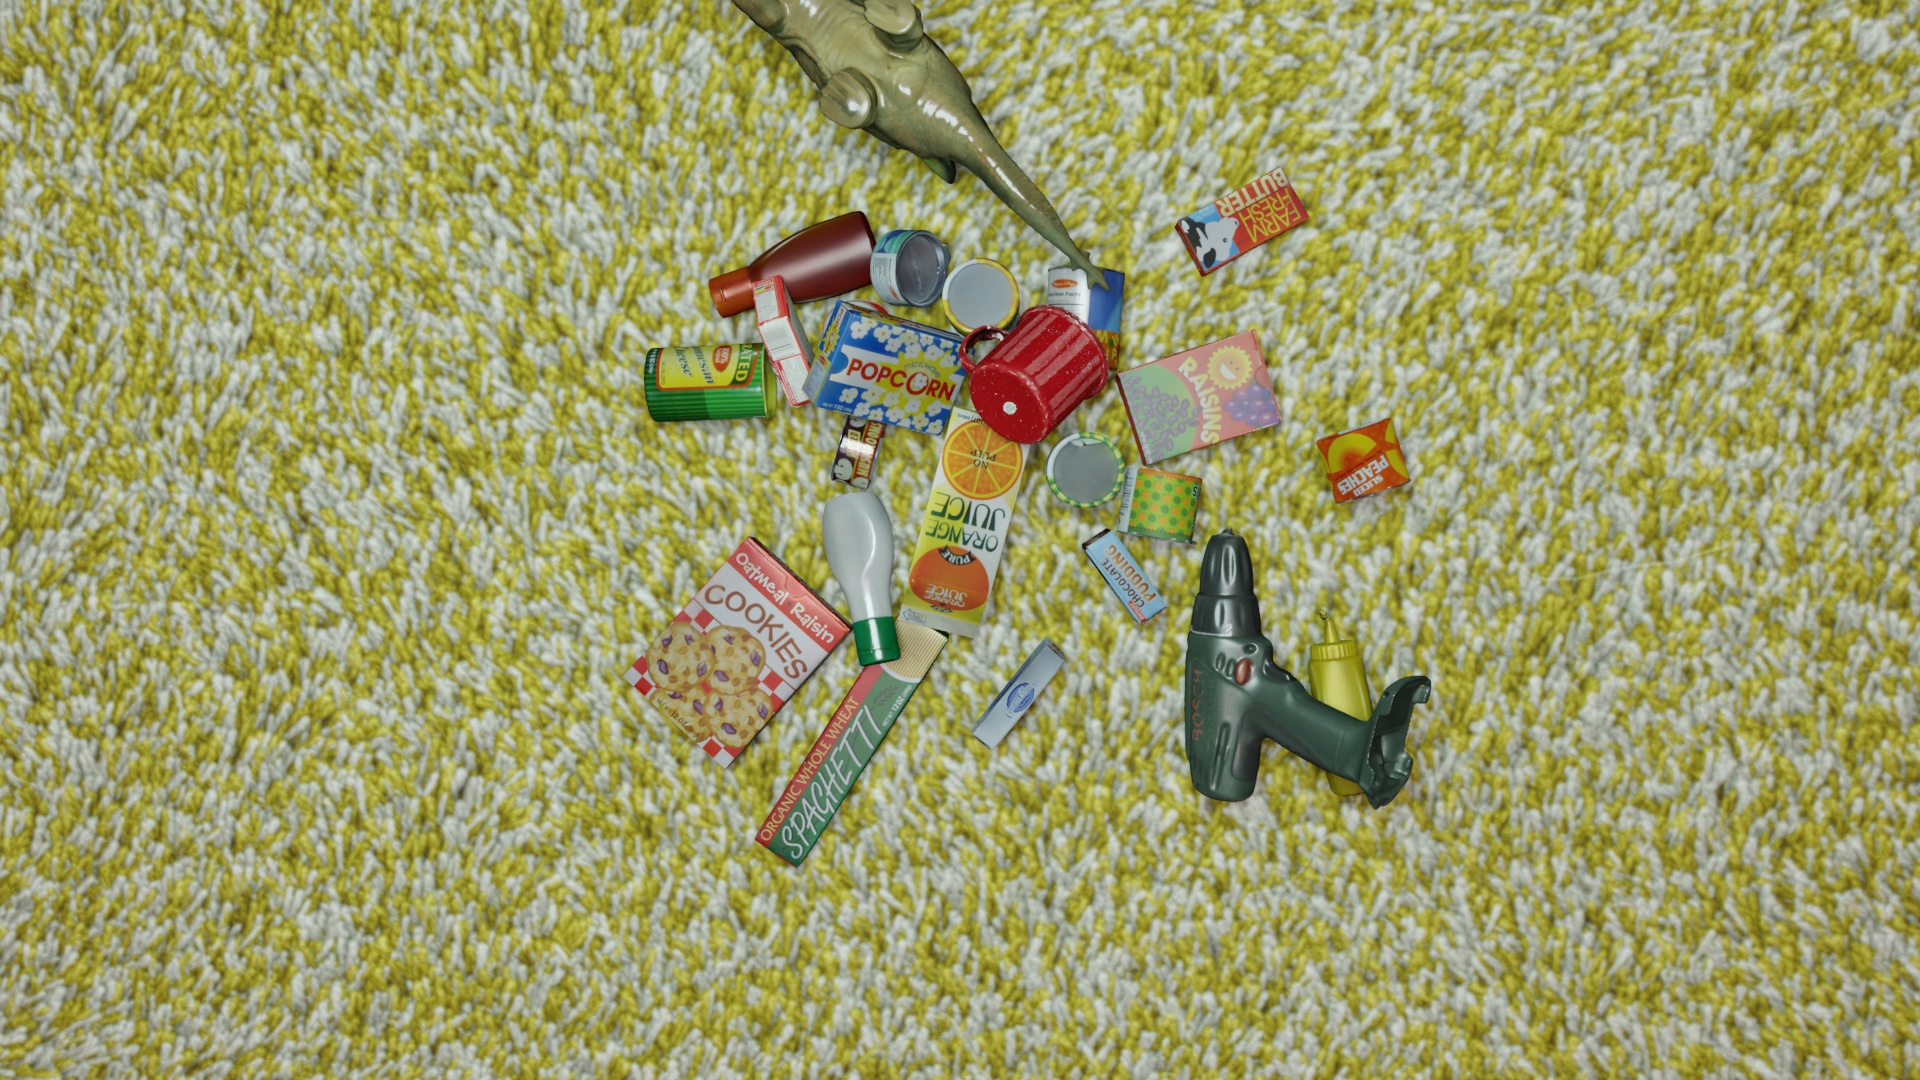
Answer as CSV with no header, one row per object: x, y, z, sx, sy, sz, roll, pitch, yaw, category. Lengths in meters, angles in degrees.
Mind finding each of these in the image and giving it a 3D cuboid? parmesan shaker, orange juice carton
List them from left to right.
-0.216,-0.135,1.203,0.103,0.071,0.071,-3,93,2,parmesan shaker
0.004,-0.015,1.199,0.072,0.073,0.192,15,93,-1,orange juice carton

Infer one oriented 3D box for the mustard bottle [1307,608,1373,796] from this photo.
0.330,0.138,1.202,0.049,0.065,0.160,-9,89,7,mustard bottle

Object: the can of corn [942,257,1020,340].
0.020,-0.206,1.198,0.071,0.058,0.071,0,93,2,can of corn

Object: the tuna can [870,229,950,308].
-0.043,-0.235,1.195,0.033,0.071,0.071,12,94,40,tuna can

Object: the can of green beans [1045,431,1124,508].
0.107,-0.061,1.202,0.071,0.058,0.071,0,93,2,can of green beans

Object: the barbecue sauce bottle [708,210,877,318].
-0.144,-0.234,1.210,0.148,0.044,0.064,-19,97,3,barbecue sauce bottle

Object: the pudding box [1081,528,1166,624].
0.141,0.031,1.209,0.030,0.049,0.083,-36,91,2,pudding box

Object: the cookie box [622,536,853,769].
-0.195,0.098,1.227,0.123,0.040,0.167,42,93,0,cookie box

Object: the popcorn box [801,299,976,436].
-0.059,-0.144,1.168,0.127,0.038,0.085,11,113,-34,popcorn box

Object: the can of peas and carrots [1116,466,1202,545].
0.174,-0.030,1.197,0.071,0.071,0.058,9,93,1,can of peas and carrots

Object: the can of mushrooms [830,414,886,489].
-0.088,-0.079,1.201,0.033,0.071,0.071,16,93,-1,can of mushrooms

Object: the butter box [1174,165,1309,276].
0.244,-0.277,1.205,0.103,0.024,0.053,-28,91,3,butter box

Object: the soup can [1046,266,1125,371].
0.107,-0.189,1.194,0.071,0.071,0.083,4,94,2,soup can

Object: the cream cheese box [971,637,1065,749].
0.052,0.133,1.214,0.024,0.053,0.103,39,93,2,cream cheese box

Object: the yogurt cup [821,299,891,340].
-0.089,-0.178,1.205,0.072,0.054,0.072,0,92,1,yogurt cup

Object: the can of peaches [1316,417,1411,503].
0.344,-0.068,1.188,0.071,0.071,0.058,-17,91,3,can of peaches

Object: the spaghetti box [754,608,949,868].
-0.097,0.175,1.233,0.050,0.029,0.250,33,93,1,spaghetti box

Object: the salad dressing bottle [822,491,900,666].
-0.082,0.034,1.203,0.064,0.044,0.148,-17,79,33,salad dressing bottle

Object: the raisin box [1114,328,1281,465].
0.206,-0.124,1.205,0.123,0.040,0.086,-18,91,2,raisin box
